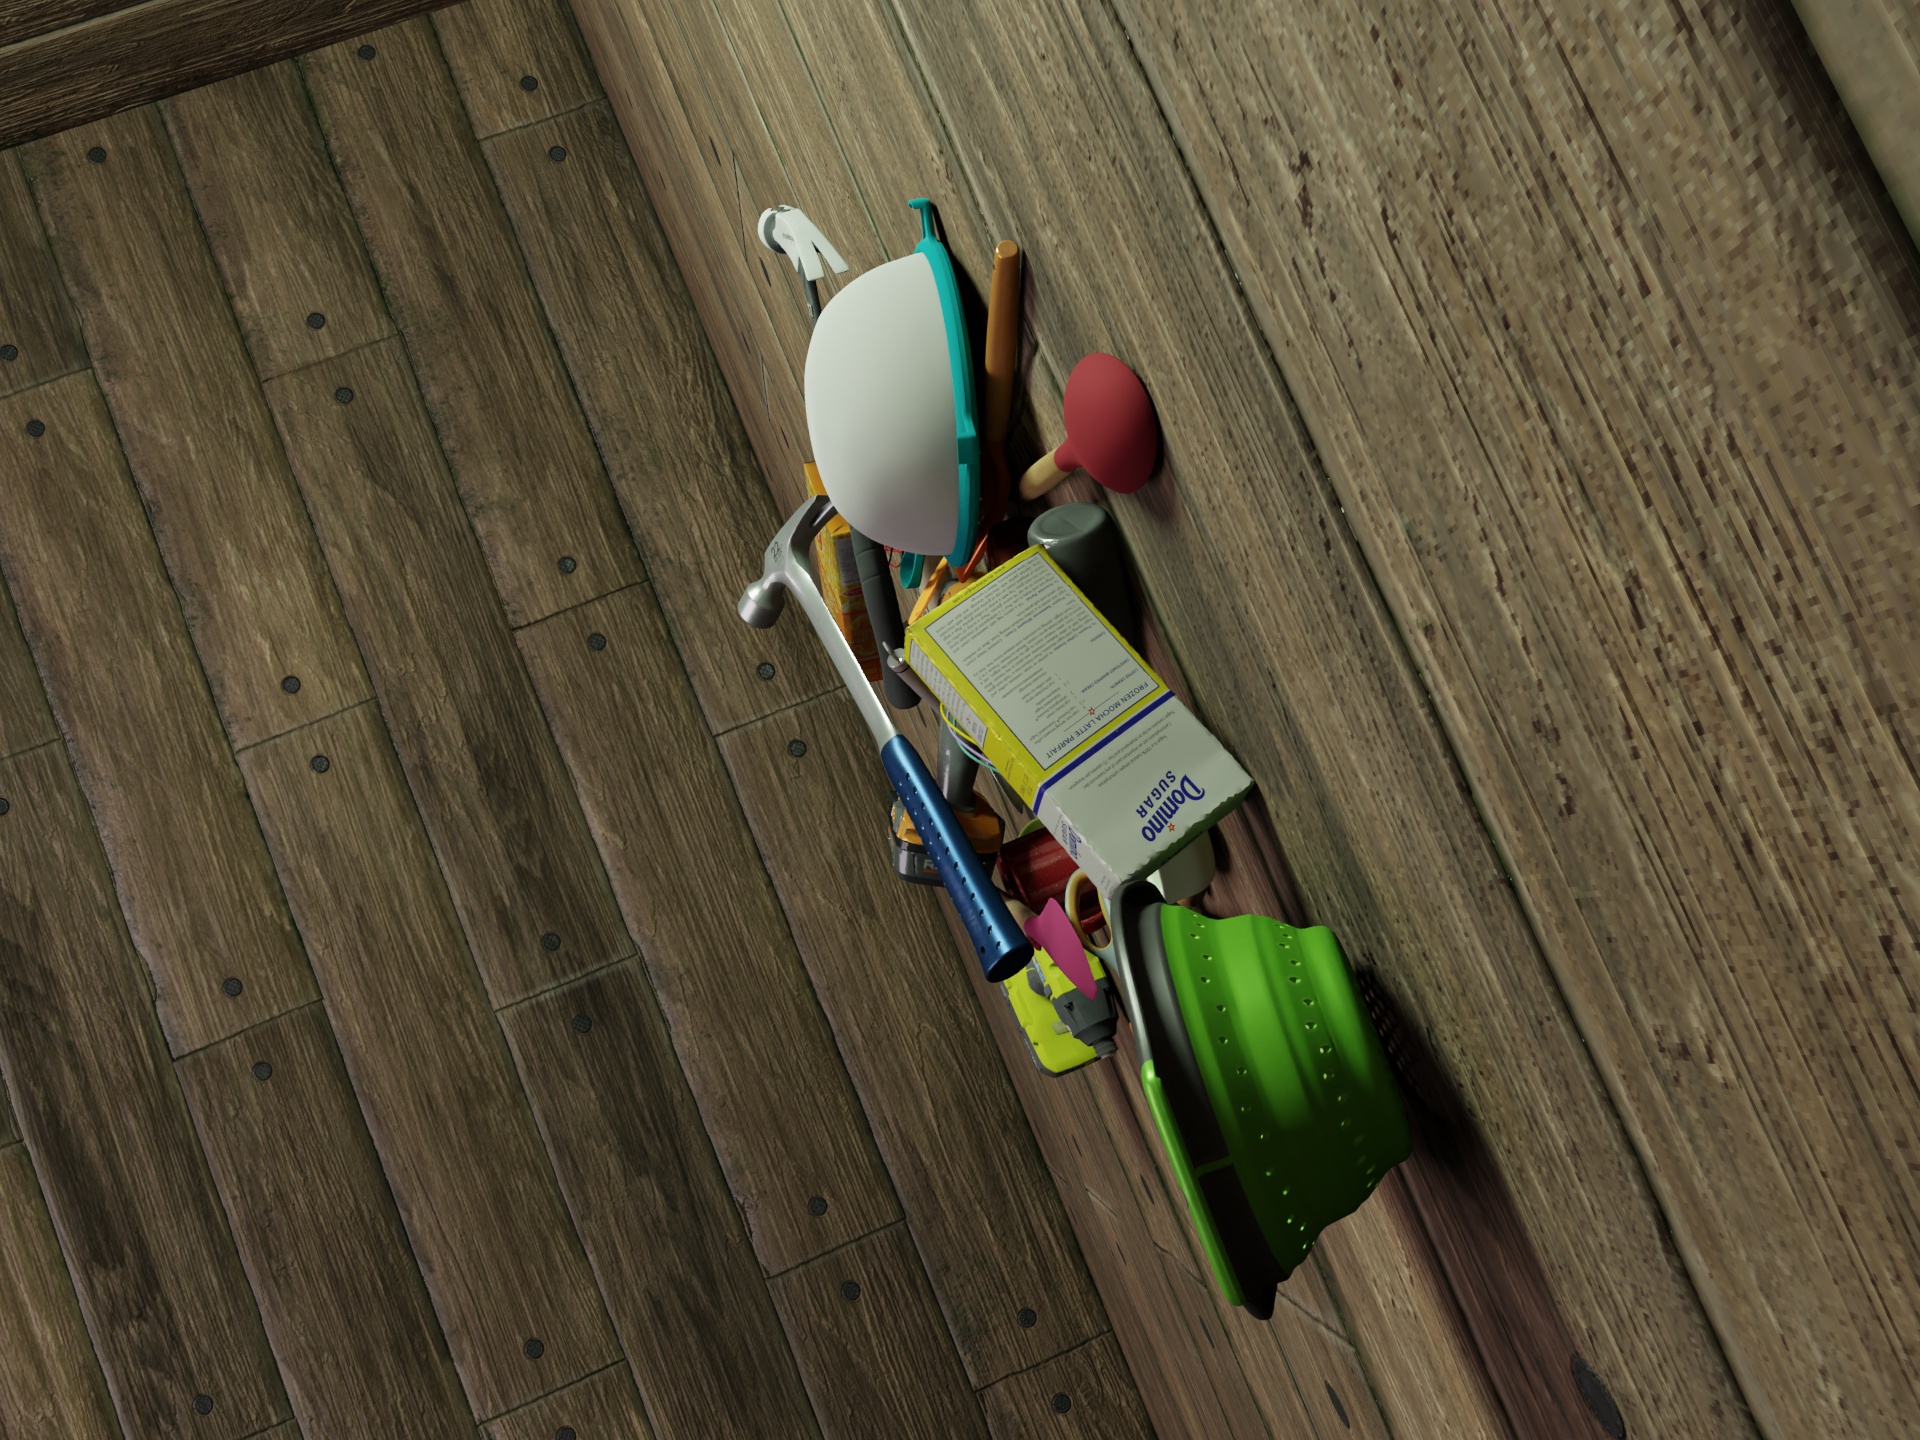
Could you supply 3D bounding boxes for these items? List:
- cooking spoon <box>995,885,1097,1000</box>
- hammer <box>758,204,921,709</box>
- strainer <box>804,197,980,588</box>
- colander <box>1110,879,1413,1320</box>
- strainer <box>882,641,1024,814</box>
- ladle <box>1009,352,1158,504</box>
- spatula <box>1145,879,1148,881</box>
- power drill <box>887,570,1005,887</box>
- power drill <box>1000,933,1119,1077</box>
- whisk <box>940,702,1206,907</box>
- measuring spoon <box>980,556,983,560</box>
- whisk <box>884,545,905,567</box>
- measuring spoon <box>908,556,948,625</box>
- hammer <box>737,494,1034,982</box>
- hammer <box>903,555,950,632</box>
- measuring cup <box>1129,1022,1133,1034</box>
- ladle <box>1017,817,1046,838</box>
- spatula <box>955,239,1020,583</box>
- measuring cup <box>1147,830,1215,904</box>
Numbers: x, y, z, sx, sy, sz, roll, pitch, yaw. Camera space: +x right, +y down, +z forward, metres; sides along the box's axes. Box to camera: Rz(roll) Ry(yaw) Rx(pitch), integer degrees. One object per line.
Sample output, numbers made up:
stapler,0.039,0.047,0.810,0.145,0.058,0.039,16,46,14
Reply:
cooking spoon,0.047,0.145,1.158,0.319,0.017,0.068,-163,53,-78
hammer,-0.083,-0.193,1.259,0.149,0.036,0.408,-129,24,-61
strainer,-0.057,-0.175,1.088,0.340,0.095,0.211,104,157,-66
colander,0.159,0.150,0.814,0.397,0.094,0.204,-40,-71,-79
strainer,0.007,0.005,1.354,0.258,0.050,0.087,45,-163,-44
ladle,0.055,-0.144,0.886,0.315,0.031,0.069,-170,59,-83
spatula,0.117,0.112,1.079,0.044,0.082,0.318,96,160,-46
power drill,-0.002,-0.004,1.228,0.185,0.084,0.226,-111,30,-74
power drill,0.099,0.266,1.553,0.223,0.080,0.171,94,154,-66
whisk,0.068,0.048,1.051,0.245,0.051,0.047,40,-167,36
measuring spoon,0.004,-0.172,1.215,0.034,0.018,0.124,-70,-24,-51
whisk,-0.057,-0.199,1.419,0.295,0.073,0.073,130,118,-74
measuring spoon,-0.016,-0.107,1.228,0.011,0.021,0.117,40,-137,-14
hammer,-0.052,0.007,1.150,0.144,0.035,0.406,-55,51,36
hammer,-0.041,-0.172,1.311,0.146,0.038,0.410,40,155,35
measuring cup,0.164,0.249,1.094,0.095,0.052,0.173,53,167,30
ladle,0.061,0.042,1.260,0.319,0.062,0.078,81,171,-50
spatula,0.014,-0.189,0.986,0.322,0.041,0.081,93,168,-69
measuring cup,0.117,0.050,0.972,0.168,0.038,0.083,-107,0,-65
